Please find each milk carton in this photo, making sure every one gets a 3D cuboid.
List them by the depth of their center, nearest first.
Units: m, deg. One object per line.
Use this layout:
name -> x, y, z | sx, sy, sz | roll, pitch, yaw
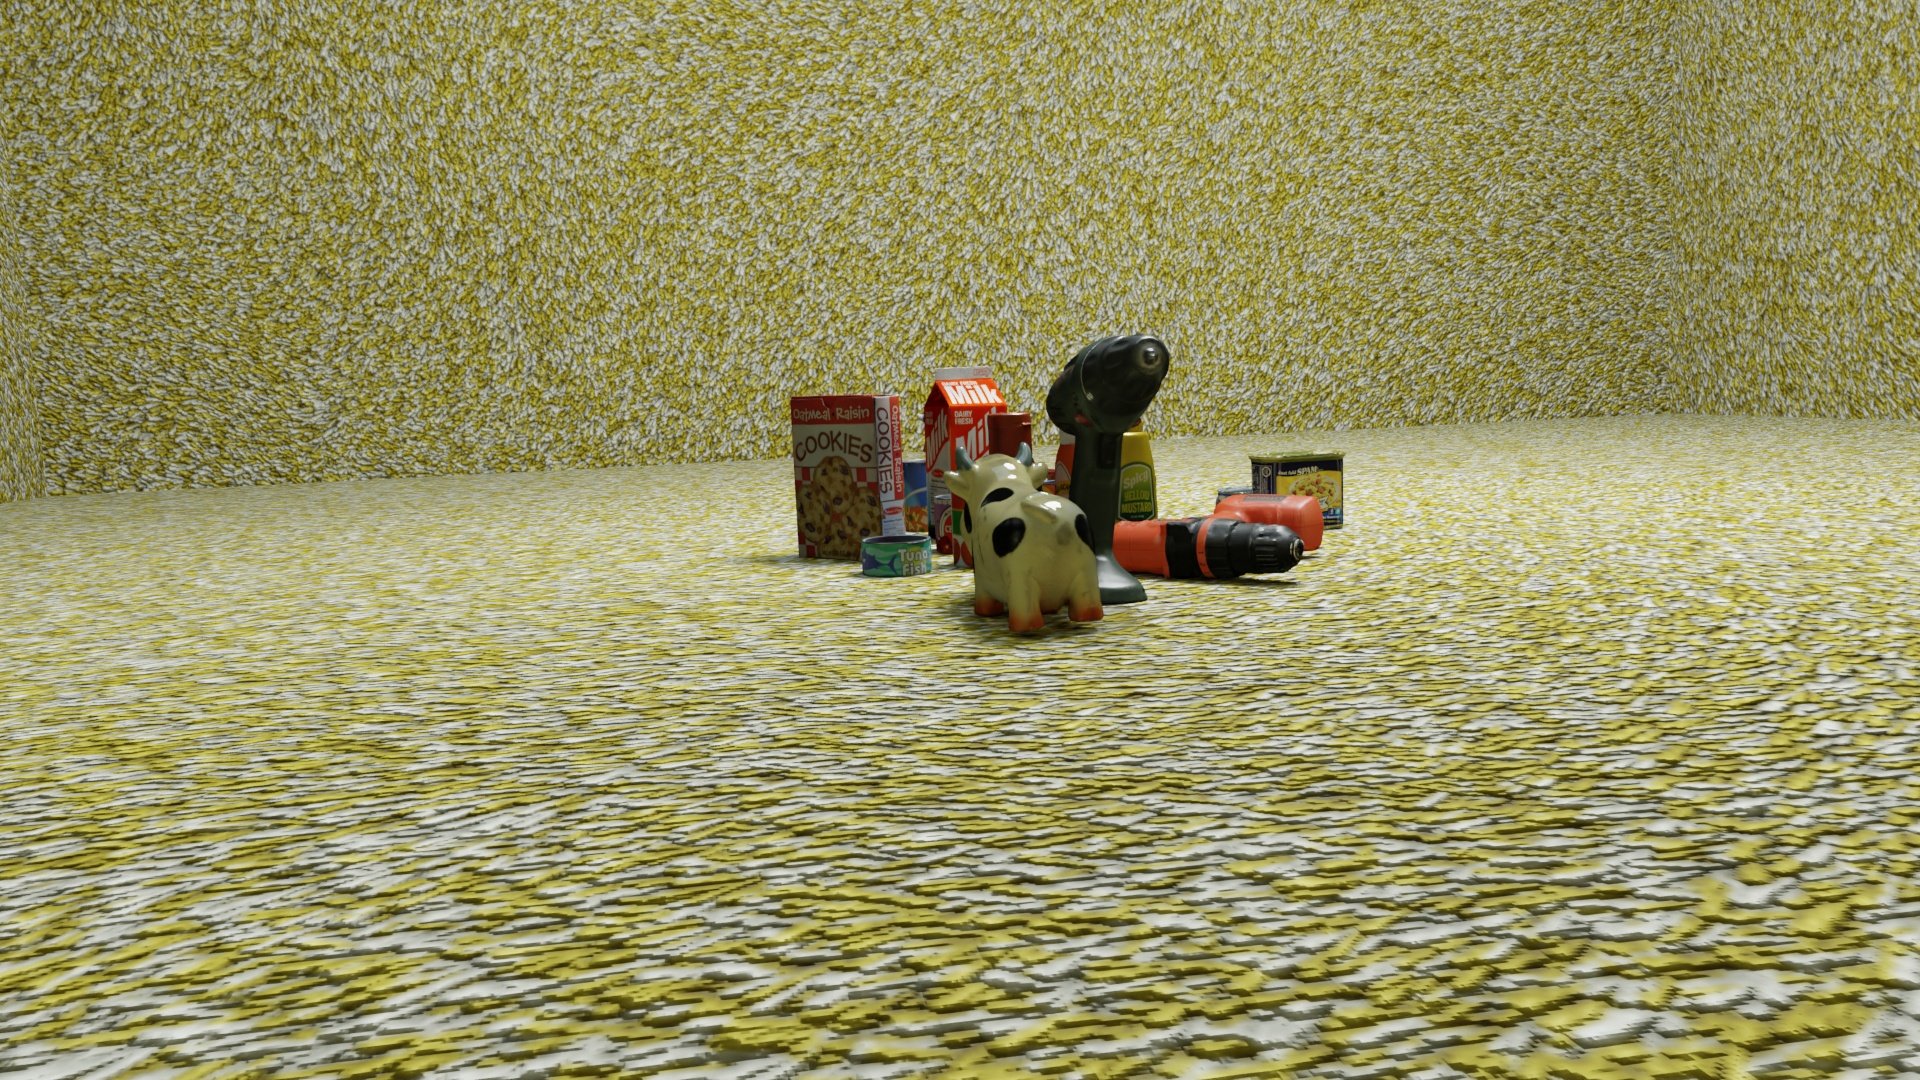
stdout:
milk carton -> 0.007, -0.097, 1.541 | 0.072, 0.190, 0.073 | -5, 7, -24

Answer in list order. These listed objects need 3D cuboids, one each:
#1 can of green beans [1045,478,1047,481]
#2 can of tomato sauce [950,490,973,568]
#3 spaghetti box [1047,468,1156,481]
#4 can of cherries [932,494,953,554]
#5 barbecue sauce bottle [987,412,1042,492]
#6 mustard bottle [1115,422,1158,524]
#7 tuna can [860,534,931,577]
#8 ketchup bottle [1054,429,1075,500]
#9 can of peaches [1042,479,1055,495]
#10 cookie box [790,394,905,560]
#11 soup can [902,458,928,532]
can of green beans -> 0.071, -0.046, 1.654 | 0.071, 0.057, 0.071 | -2, 6, 0
can of tomato sauce -> 0.026, -0.018, 1.327 | 0.071, 0.083, 0.071 | -2, 6, 0
spaghetti box -> 0.166, -0.064, 1.805 | 0.029, 0.050, 0.250 | -6, 8, -31
can of cherries -> 0.005, -0.018, 1.436 | 0.071, 0.058, 0.071 | -2, 6, 0
barbecue sauce bottle -> 0.044, -0.033, 1.163 | 0.043, 0.148, 0.065 | 2, 8, 38
mustard bottle -> 0.166, -0.073, 1.412 | 0.065, 0.160, 0.049 | -6, 7, -27
tuna can -> -0.058, 0.014, 1.297 | 0.071, 0.032, 0.071 | -2, 7, 0
ketchup bottle -> 0.116, -0.057, 1.341 | 0.043, 0.148, 0.064 | -5, 7, -24
can of peaches -> 0.125, -0.039, 1.570 | 0.071, 0.058, 0.071 | -2, 6, 0
cookie box -> -0.115, -0.065, 1.411 | 0.123, 0.167, 0.040 | 3, 8, 41
soup can -> -0.039, -0.055, 1.656 | 0.071, 0.083, 0.071 | -2, 6, 0
